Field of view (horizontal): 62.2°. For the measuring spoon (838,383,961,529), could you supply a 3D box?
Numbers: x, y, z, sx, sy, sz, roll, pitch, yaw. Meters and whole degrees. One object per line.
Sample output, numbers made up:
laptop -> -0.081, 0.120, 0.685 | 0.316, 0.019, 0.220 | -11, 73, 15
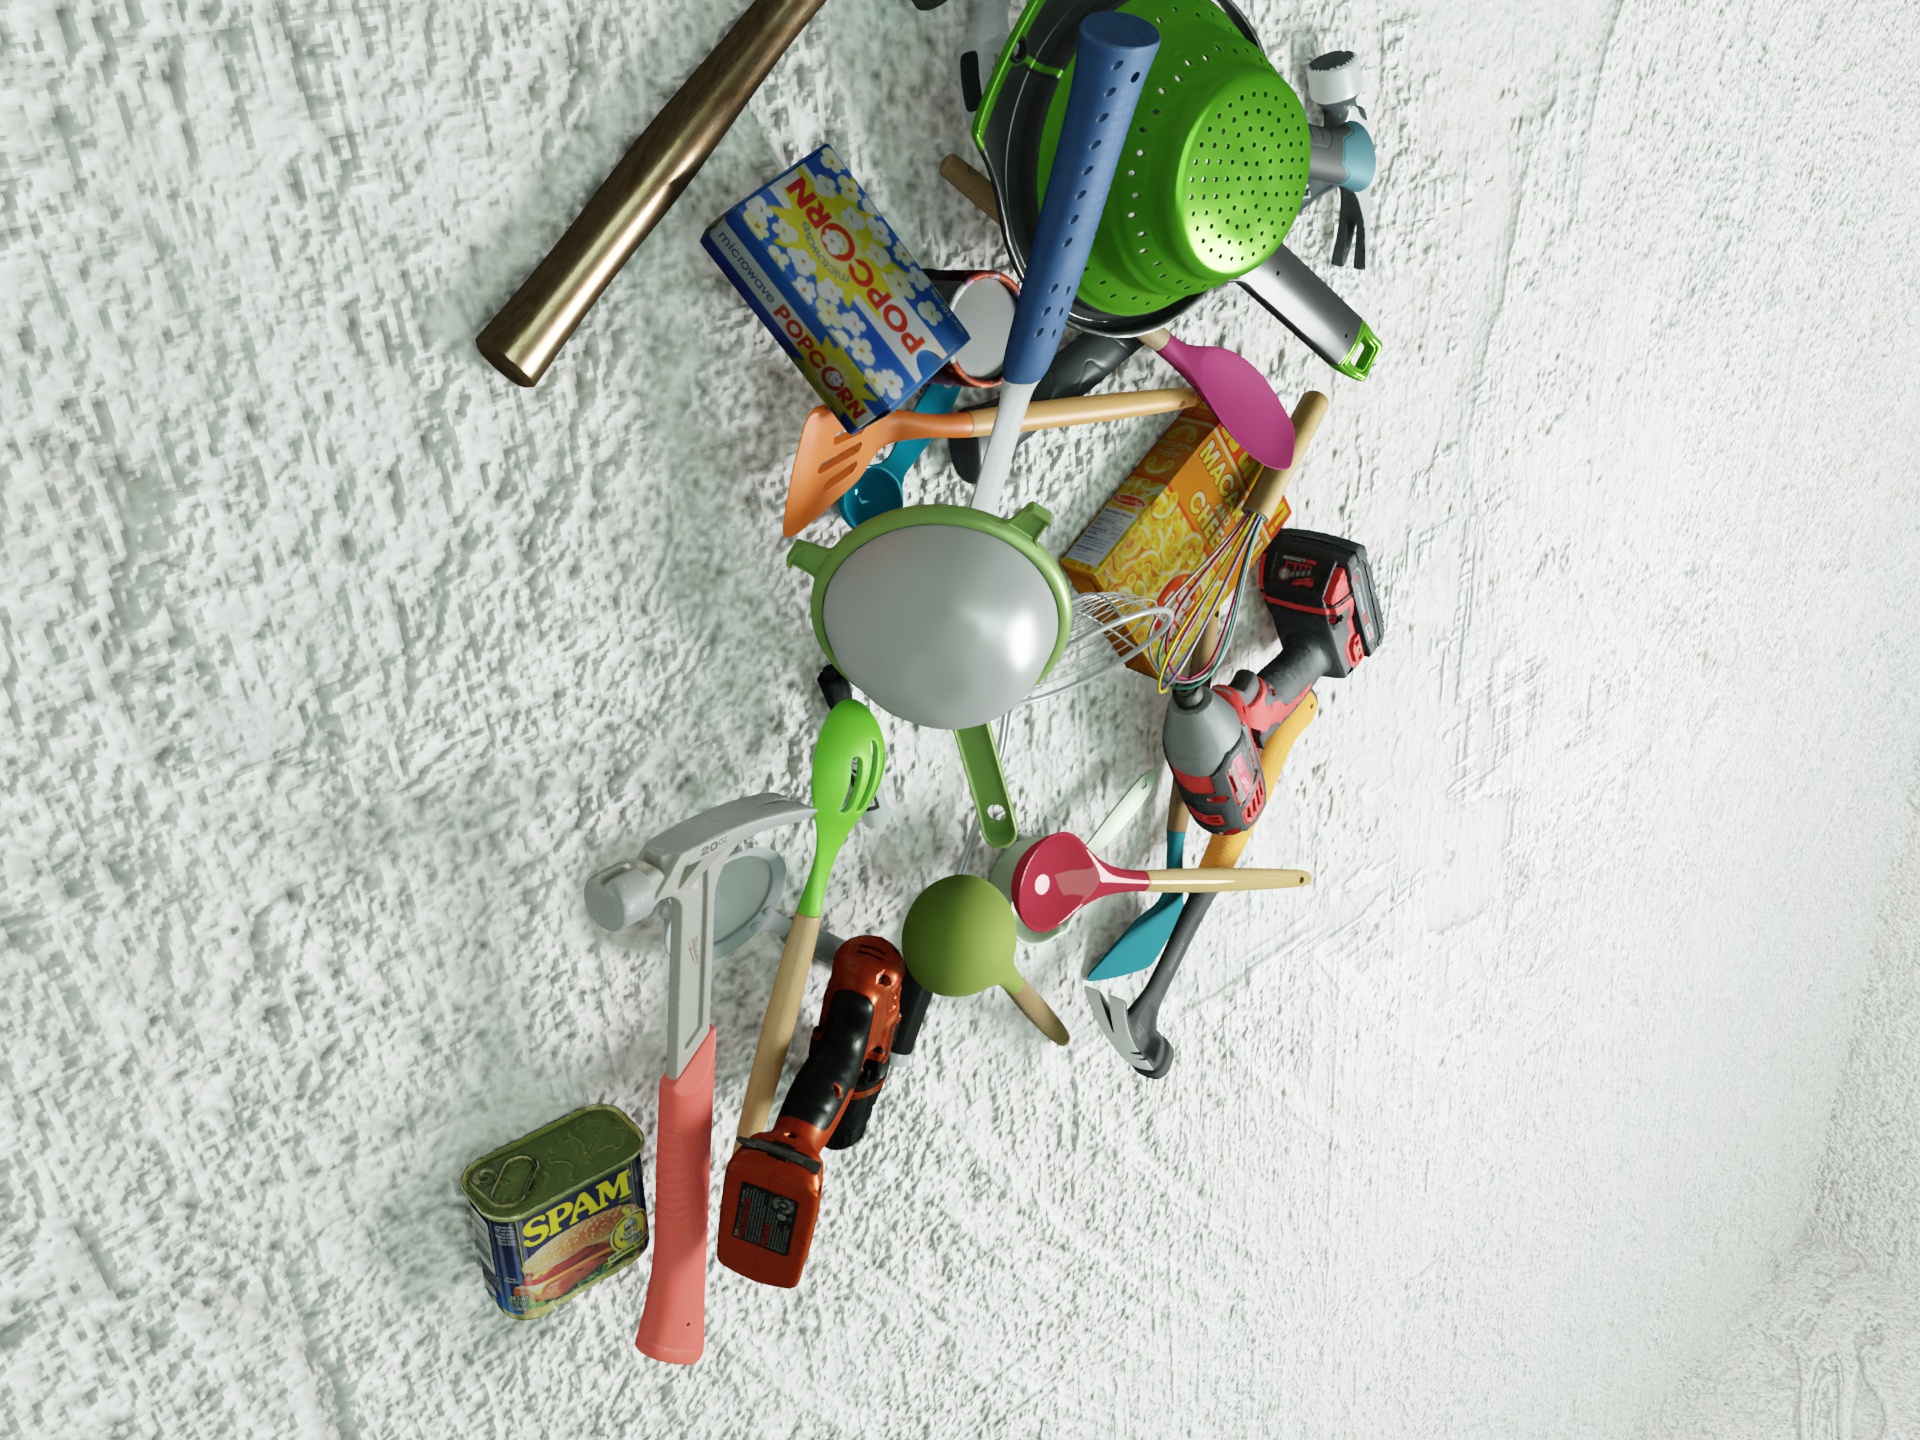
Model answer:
measuring spoon -> -0.035, -0.164, 0.949 | 0.042, 0.021, 0.129 | 42, 69, -31

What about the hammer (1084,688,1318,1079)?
hammer -> 0.197, 0.104, 1.228 | 0.337, 0.034, 0.127 | -60, 143, -22

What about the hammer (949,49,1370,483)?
hammer -> 0.143, -0.280, 1.050 | 0.409, 0.036, 0.149 | -41, 132, -22

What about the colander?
colander -> 0.178, -0.286, 0.940 | 0.396, 0.095, 0.204 | 22, 97, -46

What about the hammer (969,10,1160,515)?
hammer -> 0.035, -0.182, 0.870 | 0.144, 0.035, 0.405 | -23, 148, -32

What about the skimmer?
skimmer -> 0.037, 0.079, 1.067 | 0.127, 0.090, 0.363 | 0, 111, -65

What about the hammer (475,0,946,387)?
hammer -> -0.127, -0.303, 0.783 | 0.331, 0.031, 0.129 | -55, 136, -10

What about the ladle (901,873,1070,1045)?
ladle -> 0.032, 0.183, 1.106 | 0.078, 0.062, 0.319 | -59, 156, -13

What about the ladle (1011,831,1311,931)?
ladle -> 0.149, 0.113, 1.135 | 0.315, 0.031, 0.069 | 4, 100, -40

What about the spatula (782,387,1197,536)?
spatula -> 0.027, -0.172, 0.940 | 0.322, 0.041, 0.081 | -15, 138, -35

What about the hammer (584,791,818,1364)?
hammer -> -0.151, 0.219, 0.915 | 0.149, 0.037, 0.359 | -25, 128, -50

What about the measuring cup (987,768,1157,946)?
measuring cup -> 0.081, 0.090, 1.156 | 0.167, 0.038, 0.083 | -46, 134, -21

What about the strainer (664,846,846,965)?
strainer -> -0.110, 0.129, 0.990 | 0.087, 0.050, 0.258 | -50, 142, 2

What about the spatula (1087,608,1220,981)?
spatula -> 0.161, 0.057, 1.230 | 0.082, 0.044, 0.317 | -3, 105, -44

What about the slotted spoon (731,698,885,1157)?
slotted spoon -> -0.096, 0.138, 0.958 | 0.070, 0.031, 0.313 | -11, 121, -61

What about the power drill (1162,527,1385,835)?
power drill -> 0.226, -0.035, 1.186 | 0.220, 0.079, 0.143 | -52, 137, -23

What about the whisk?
whisk -> 0.196, -0.125, 1.105 | 0.047, 0.051, 0.245 | 36, 78, -40

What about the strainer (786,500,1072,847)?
strainer -> -0.001, -0.003, 0.927 | 0.069, 0.151, 0.256 | -85, 164, -50

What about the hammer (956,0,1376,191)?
hammer -> 0.137, -0.365, 0.968 | 0.331, 0.033, 0.128 | -5, 100, -36

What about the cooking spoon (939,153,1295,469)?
cooking spoon -> 0.107, -0.250, 0.988 | 0.318, 0.017, 0.069 | 30, 58, -32
